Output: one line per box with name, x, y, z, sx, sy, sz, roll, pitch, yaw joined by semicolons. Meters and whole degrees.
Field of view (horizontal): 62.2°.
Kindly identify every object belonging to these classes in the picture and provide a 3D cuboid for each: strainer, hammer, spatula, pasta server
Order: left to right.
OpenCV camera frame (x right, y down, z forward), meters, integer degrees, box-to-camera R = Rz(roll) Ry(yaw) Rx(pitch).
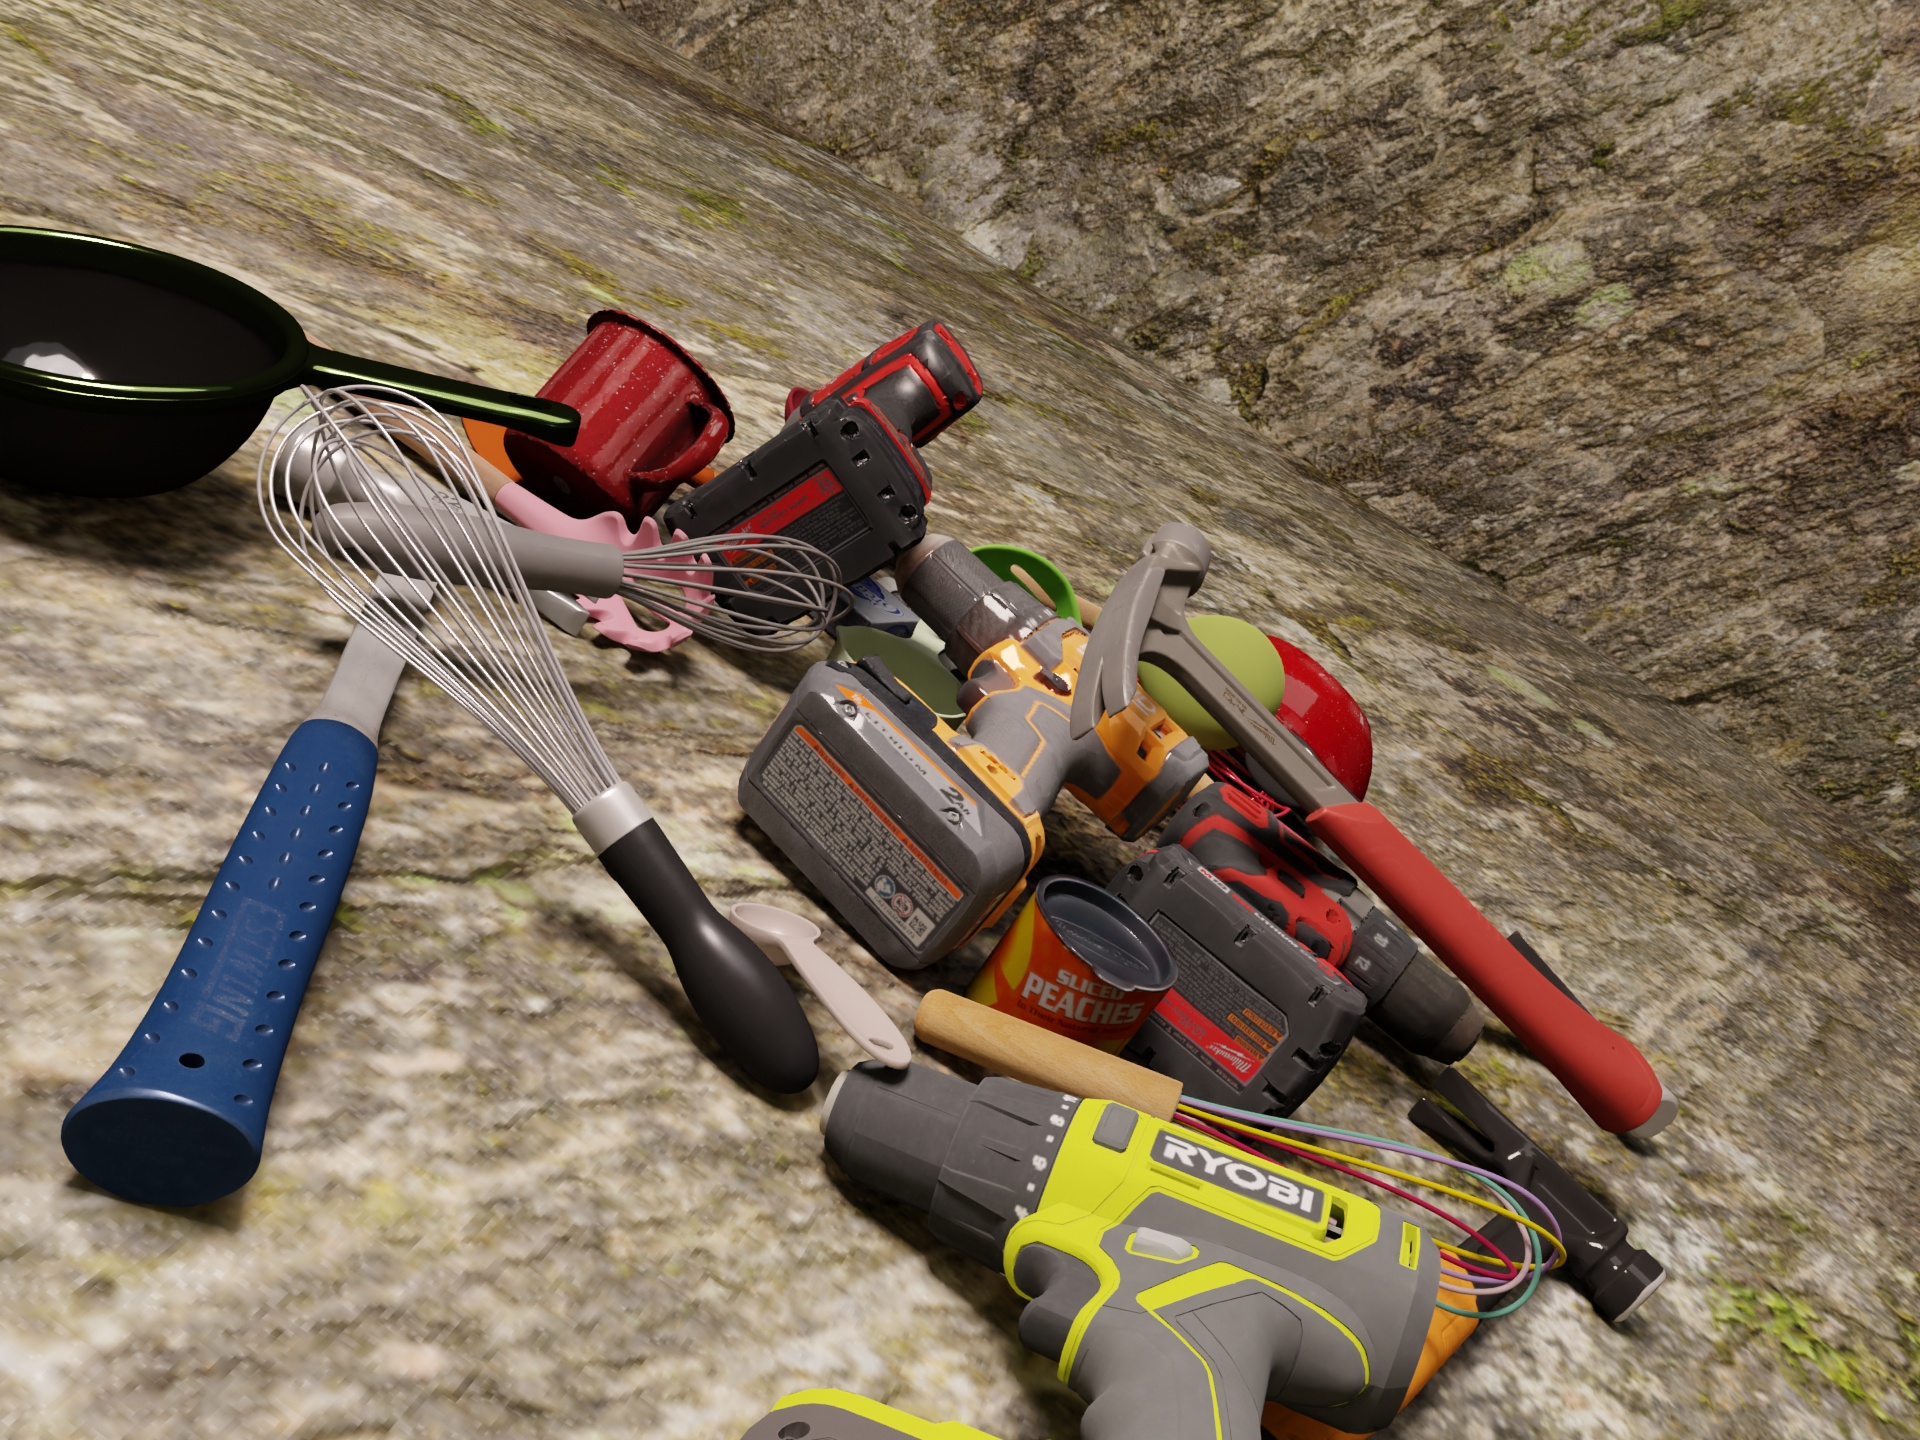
strainer;-0.282;-0.120;0.620;0.256;0.069;0.152;9;30;-26
hammer;-0.204;0.004;0.542;0.144;0.035;0.406;24;23;-20
pasta server;-0.243;-0.127;0.770;0.316;0.060;0.040;35;-13;13
spatula;-0.136;-0.128;0.944;0.322;0.041;0.081;17;26;-45
hammer;0.192;0.071;0.713;0.359;0.036;0.149;44;38;-13
hammer;0.175;0.218;0.607;0.127;0.034;0.336;45;24;26
hammer;0.261;0.103;0.858;0.334;0.035;0.146;39;12;-30

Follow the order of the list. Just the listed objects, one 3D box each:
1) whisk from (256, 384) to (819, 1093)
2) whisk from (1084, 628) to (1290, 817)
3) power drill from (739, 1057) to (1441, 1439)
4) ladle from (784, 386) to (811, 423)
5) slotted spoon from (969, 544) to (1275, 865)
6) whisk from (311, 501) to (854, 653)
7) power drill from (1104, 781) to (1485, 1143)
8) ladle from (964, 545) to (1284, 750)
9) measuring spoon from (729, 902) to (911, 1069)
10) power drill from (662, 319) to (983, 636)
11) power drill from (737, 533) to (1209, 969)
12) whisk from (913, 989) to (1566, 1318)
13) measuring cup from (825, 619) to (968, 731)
whisk;-0.134;0.007;0.528;0.284;0.070;0.070;54;23;0
whisk;0.108;-0.019;1.002;0.073;0.073;0.296;14;22;-39
power drill;0.023;0.171;0.418;0.190;0.080;0.228;19;18;13
ladle;-0.011;-0.093;0.993;0.315;0.031;0.069;48;21;15
slotted spoon;0.109;0.019;0.876;0.313;0.070;0.031;45;23;-7
whisk;-0.144;-0.061;0.653;0.238;0.055;0.055;5;34;-41
power drill;0.157;0.116;0.751;0.188;0.080;0.226;39;19;13
ladle;0.083;-0.061;0.994;0.062;0.078;0.320;36;-2;-34
measuring spoon;-0.049;0.094;0.546;0.034;0.018;0.124;14;10;-32
power drill;-0.069;-0.134;0.837;0.078;0.143;0.220;54;22;-17
power drill;-0.001;-0.002;0.716;0.185;0.084;0.226;45;33;12
whisk;0.097;0.153;0.580;0.245;0.051;0.047;20;-3;10
measuring cup;-0.029;-0.024;0.847;0.083;0.038;0.168;32;19;-1
